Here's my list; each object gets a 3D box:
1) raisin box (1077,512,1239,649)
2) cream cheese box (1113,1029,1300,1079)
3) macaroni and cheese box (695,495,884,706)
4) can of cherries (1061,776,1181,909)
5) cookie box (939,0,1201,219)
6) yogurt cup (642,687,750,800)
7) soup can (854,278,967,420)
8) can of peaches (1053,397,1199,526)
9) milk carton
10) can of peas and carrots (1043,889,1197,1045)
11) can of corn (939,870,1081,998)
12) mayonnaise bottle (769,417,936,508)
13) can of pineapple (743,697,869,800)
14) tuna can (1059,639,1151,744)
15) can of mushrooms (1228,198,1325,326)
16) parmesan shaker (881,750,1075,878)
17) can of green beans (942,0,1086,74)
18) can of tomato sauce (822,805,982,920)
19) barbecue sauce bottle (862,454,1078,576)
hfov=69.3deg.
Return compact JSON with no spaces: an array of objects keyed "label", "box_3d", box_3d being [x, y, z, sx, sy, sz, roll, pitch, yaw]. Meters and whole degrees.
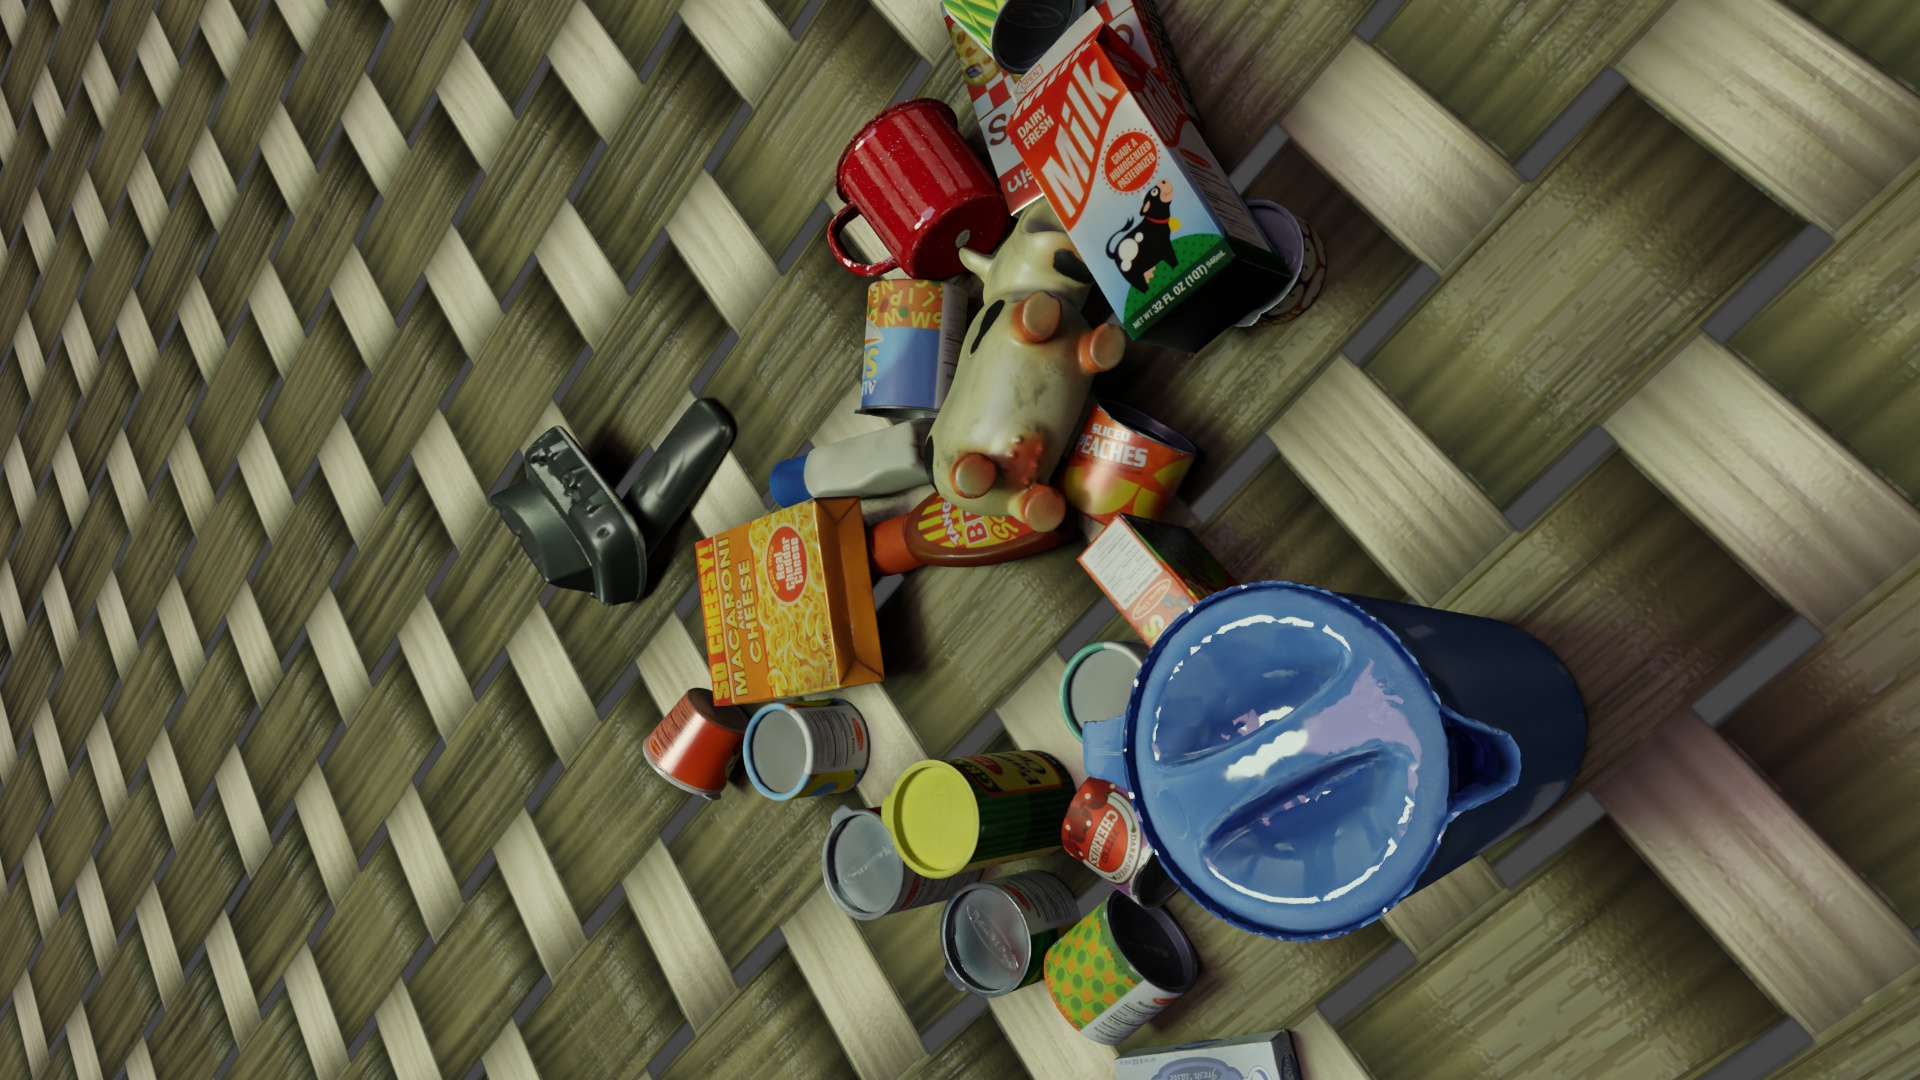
[{"label":"raisin box","box_3d":[0.131,0.043,0.753,0.040,0.086,0.124,-49,60,20]},{"label":"cream cheese box","box_3d":[0.138,0.305,0.767,0.103,0.024,0.053,-23,75,35]},{"label":"macaroni and cheese box","box_3d":[-0.120,0.046,0.951,0.166,0.040,0.124,-16,80,51]},{"label":"can of cherries","box_3d":[0.097,0.163,0.779,0.058,0.071,0.071,31,105,35]},{"label":"cookie box","box_3d":[0.065,-0.296,0.860,0.122,0.040,0.168,-28,69,33]},{"label":"yogurt cup","box_3d":[-0.188,0.144,1.008,0.072,0.072,0.054,41,103,32]},{"label":"soup can","box_3d":[-0.033,-0.123,0.903,0.071,0.071,0.083,2,87,38]},{"label":"can of peaches","box_3d":[0.093,-0.042,0.798,0.071,0.071,0.058,38,111,33]},{"label":"milk carton","box_3d":[0.092,-0.201,0.761,0.072,0.073,0.191,-38,68,30]},{"label":"can of peas and carrots","box_3d":[0.089,0.239,0.785,0.058,0.071,0.071,-48,60,26]},{"label":"can of corn","box_3d":[0.030,0.237,0.835,0.071,0.058,0.071,-3,85,37]},{"label":"mayonnaise bottle","box_3d":[-0.067,-0.049,0.931,0.148,0.065,0.041,-10,82,40]},{"label":"can of pineapple","box_3d":[-0.107,0.143,0.947,0.071,0.058,0.071,-3,85,38]},{"label":"tuna can","box_3d":[0.092,0.093,0.814,0.071,0.033,0.071,-3,84,37]},{"label":"can of mushrooms","box_3d":[0.166,-0.152,0.774,0.071,0.033,0.071,-3,85,37]},{"label":"parmesan shaker","box_3d":[0.013,0.159,0.825,0.071,0.103,0.071,-3,85,37]},{"label":"can of green beans","box_3d":[0.031,-0.319,0.819,0.071,0.071,0.058,-51,58,24]},{"label":"can of tomato sauce","box_3d":[-0.036,0.197,0.872,0.071,0.083,0.071,-3,85,38]},{"label":"barbecue sauce bottle","box_3d":[0.003,-0.011,0.883,0.148,0.044,0.065,-18,70,36]}]
